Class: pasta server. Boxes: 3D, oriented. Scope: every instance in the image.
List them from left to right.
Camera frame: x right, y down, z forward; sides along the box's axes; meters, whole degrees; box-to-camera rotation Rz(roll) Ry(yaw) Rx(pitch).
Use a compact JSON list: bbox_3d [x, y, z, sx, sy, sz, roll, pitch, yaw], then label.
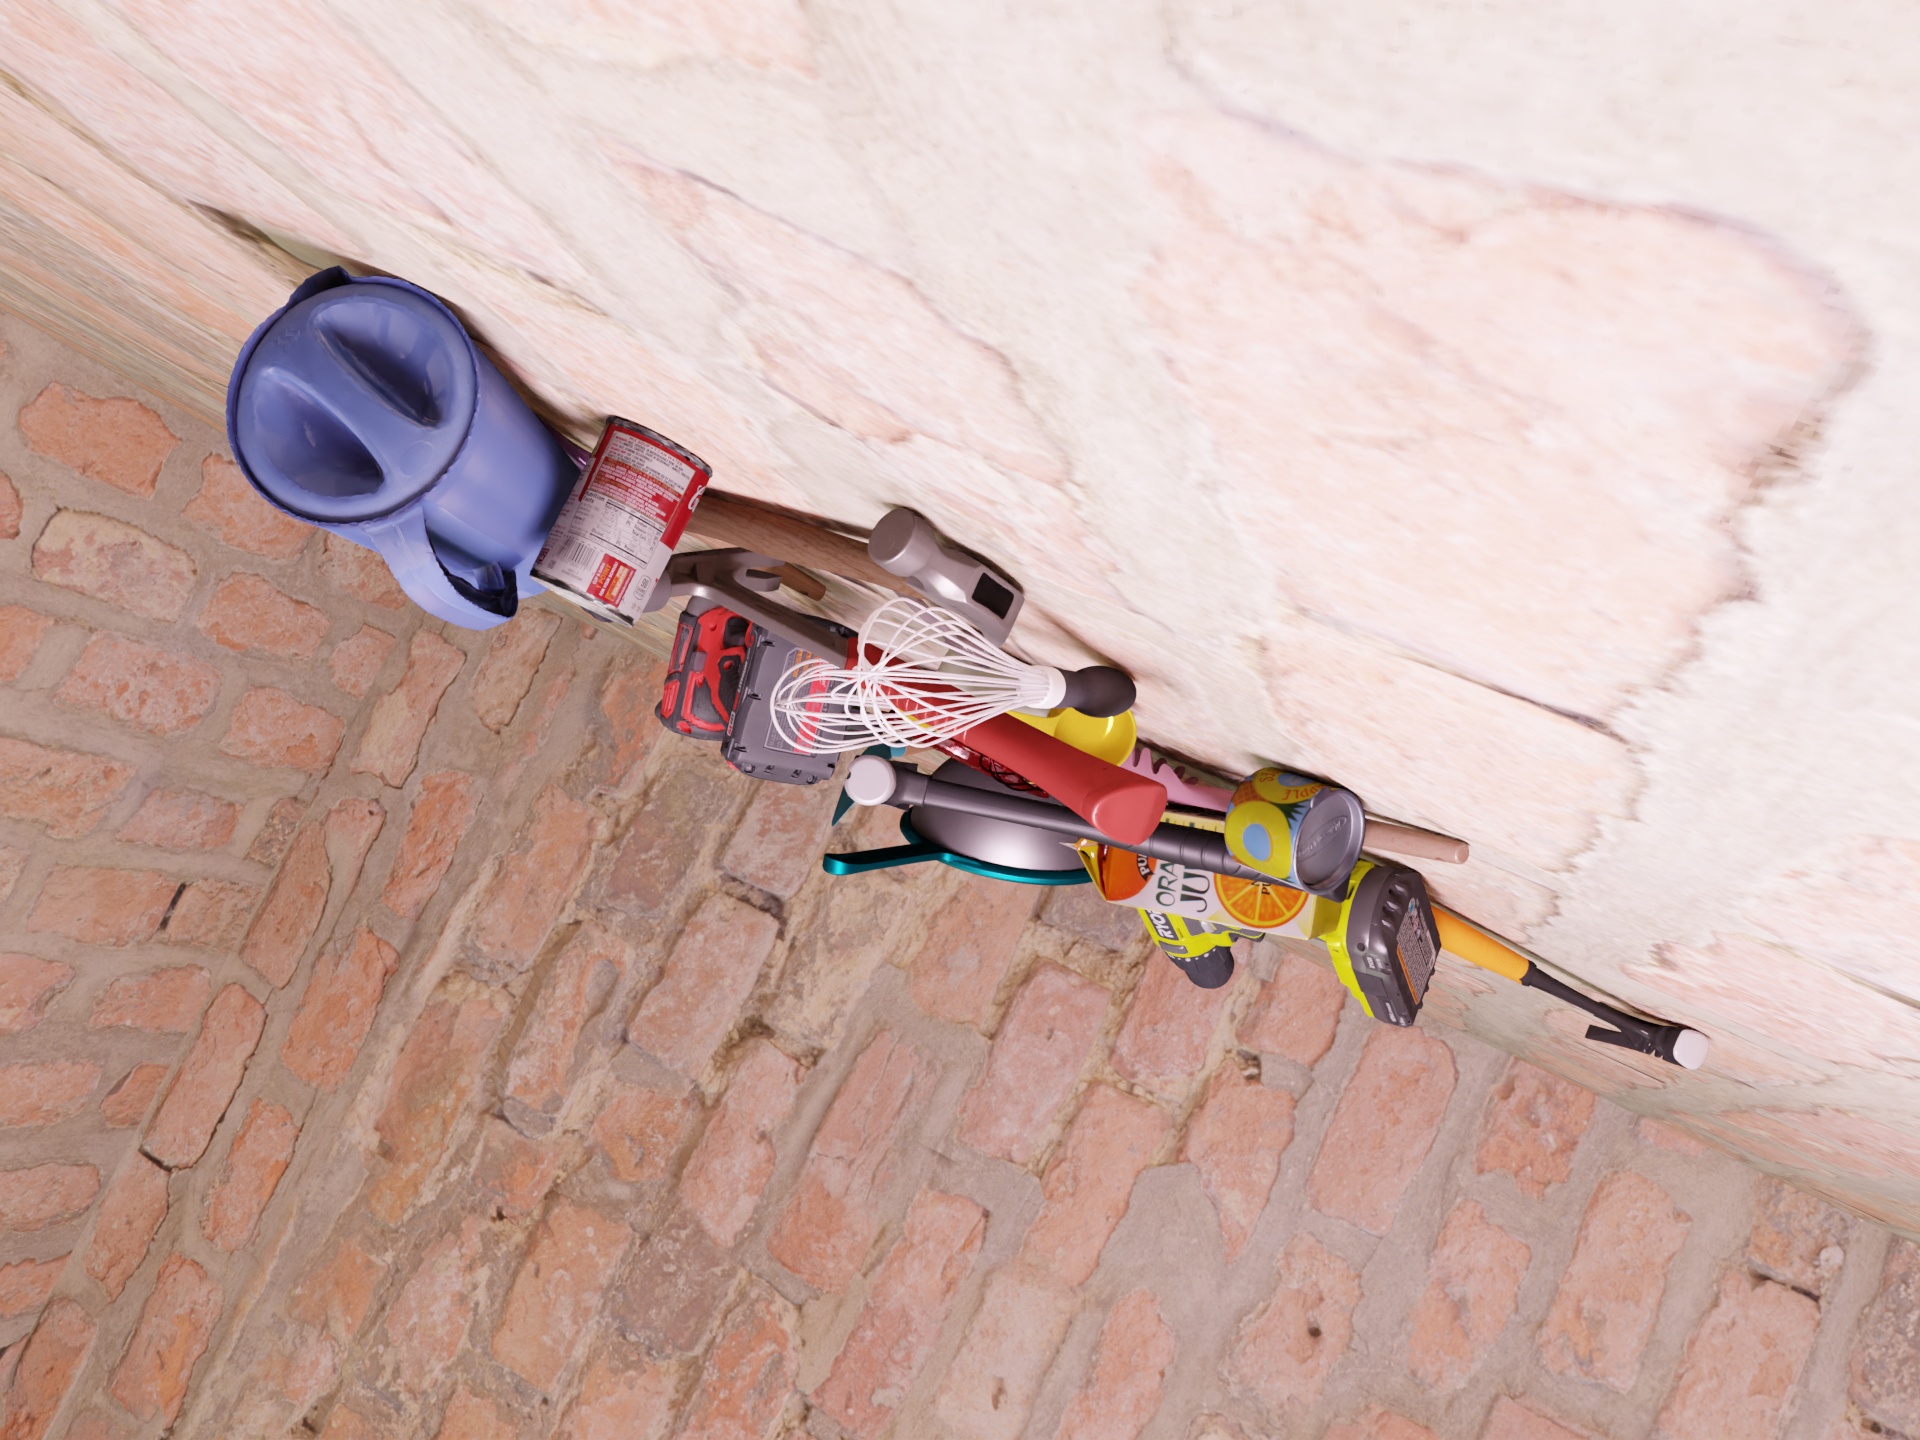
[{"bbox_3d":[0.207,0.053,1.062,0.060,0.040,0.316,30,170,-35],"label":"pasta server"}]

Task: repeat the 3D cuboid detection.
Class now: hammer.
[{"bbox_3d":[-0.088,-0.101,0.919,0.129,0.031,0.331,31,173,-42],"label":"hammer"},{"bbox_3d":[-0.033,-0.024,0.934,0.359,0.036,0.149,28,-157,29],"label":"hammer"},{"bbox_3d":[0.093,0.071,1.052,0.335,0.035,0.146,12,178,4],"label":"hammer"},{"bbox_3d":[0.435,0.193,1.284,0.336,0.034,0.127,28,173,-15],"label":"hammer"}]

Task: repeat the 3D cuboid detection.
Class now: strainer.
[{"bbox_3d":[0.010,0.077,1.445,0.211,0.095,0.340,22,-162,40],"label":"strainer"}]

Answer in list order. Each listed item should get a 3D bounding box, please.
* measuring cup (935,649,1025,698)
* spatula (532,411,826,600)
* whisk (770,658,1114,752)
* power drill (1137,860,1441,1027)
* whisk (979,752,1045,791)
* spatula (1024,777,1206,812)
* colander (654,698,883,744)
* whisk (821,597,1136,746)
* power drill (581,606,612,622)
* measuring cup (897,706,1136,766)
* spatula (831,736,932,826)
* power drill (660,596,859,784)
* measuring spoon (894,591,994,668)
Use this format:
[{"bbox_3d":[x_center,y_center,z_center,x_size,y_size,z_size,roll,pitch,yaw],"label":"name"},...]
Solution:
[{"bbox_3d":[0.046,-0.013,1.122,0.083,0.038,0.167,22,175,37],"label":"measuring cup"},{"bbox_3d":[-0.224,-0.157,1.072,0.315,0.018,0.060,28,154,-26],"label":"spatula"},{"bbox_3d":[-0.002,-0.003,1.019,0.246,0.059,0.058,4,180,-20],"label":"whisk"},{"bbox_3d":[0.245,0.164,1.234,0.229,0.080,0.190,8,144,35],"label":"power drill"},{"bbox_3d":[0.090,0.036,1.296,0.073,0.073,0.295,23,-179,30],"label":"whisk"},{"bbox_3d":[0.117,0.055,1.216,0.081,0.041,0.322,17,-176,26],"label":"spatula"},{"bbox_3d":[-0.145,-0.046,1.353,0.204,0.094,0.397,7,172,-15],"label":"colander"},{"bbox_3d":[0.027,-0.018,0.815,0.070,0.070,0.284,23,-169,29],"label":"whisk"},{"bbox_3d":[-0.355,-0.178,1.212,0.227,0.080,0.187,29,169,12],"label":"power drill"},{"bbox_3d":[0.034,-0.001,1.000,0.156,0.062,0.029,8,-160,-15],"label":"measuring cup"},{"bbox_3d":[-0.041,0.032,1.479,0.044,0.082,0.317,45,-160,12],"label":"spatula"},{"bbox_3d":[-0.154,-0.041,1.159,0.078,0.143,0.220,12,-174,-29],"label":"power drill"},{"bbox_3d":[-0.014,-0.069,0.999,0.034,0.018,0.124,22,166,41],"label":"measuring spoon"}]
